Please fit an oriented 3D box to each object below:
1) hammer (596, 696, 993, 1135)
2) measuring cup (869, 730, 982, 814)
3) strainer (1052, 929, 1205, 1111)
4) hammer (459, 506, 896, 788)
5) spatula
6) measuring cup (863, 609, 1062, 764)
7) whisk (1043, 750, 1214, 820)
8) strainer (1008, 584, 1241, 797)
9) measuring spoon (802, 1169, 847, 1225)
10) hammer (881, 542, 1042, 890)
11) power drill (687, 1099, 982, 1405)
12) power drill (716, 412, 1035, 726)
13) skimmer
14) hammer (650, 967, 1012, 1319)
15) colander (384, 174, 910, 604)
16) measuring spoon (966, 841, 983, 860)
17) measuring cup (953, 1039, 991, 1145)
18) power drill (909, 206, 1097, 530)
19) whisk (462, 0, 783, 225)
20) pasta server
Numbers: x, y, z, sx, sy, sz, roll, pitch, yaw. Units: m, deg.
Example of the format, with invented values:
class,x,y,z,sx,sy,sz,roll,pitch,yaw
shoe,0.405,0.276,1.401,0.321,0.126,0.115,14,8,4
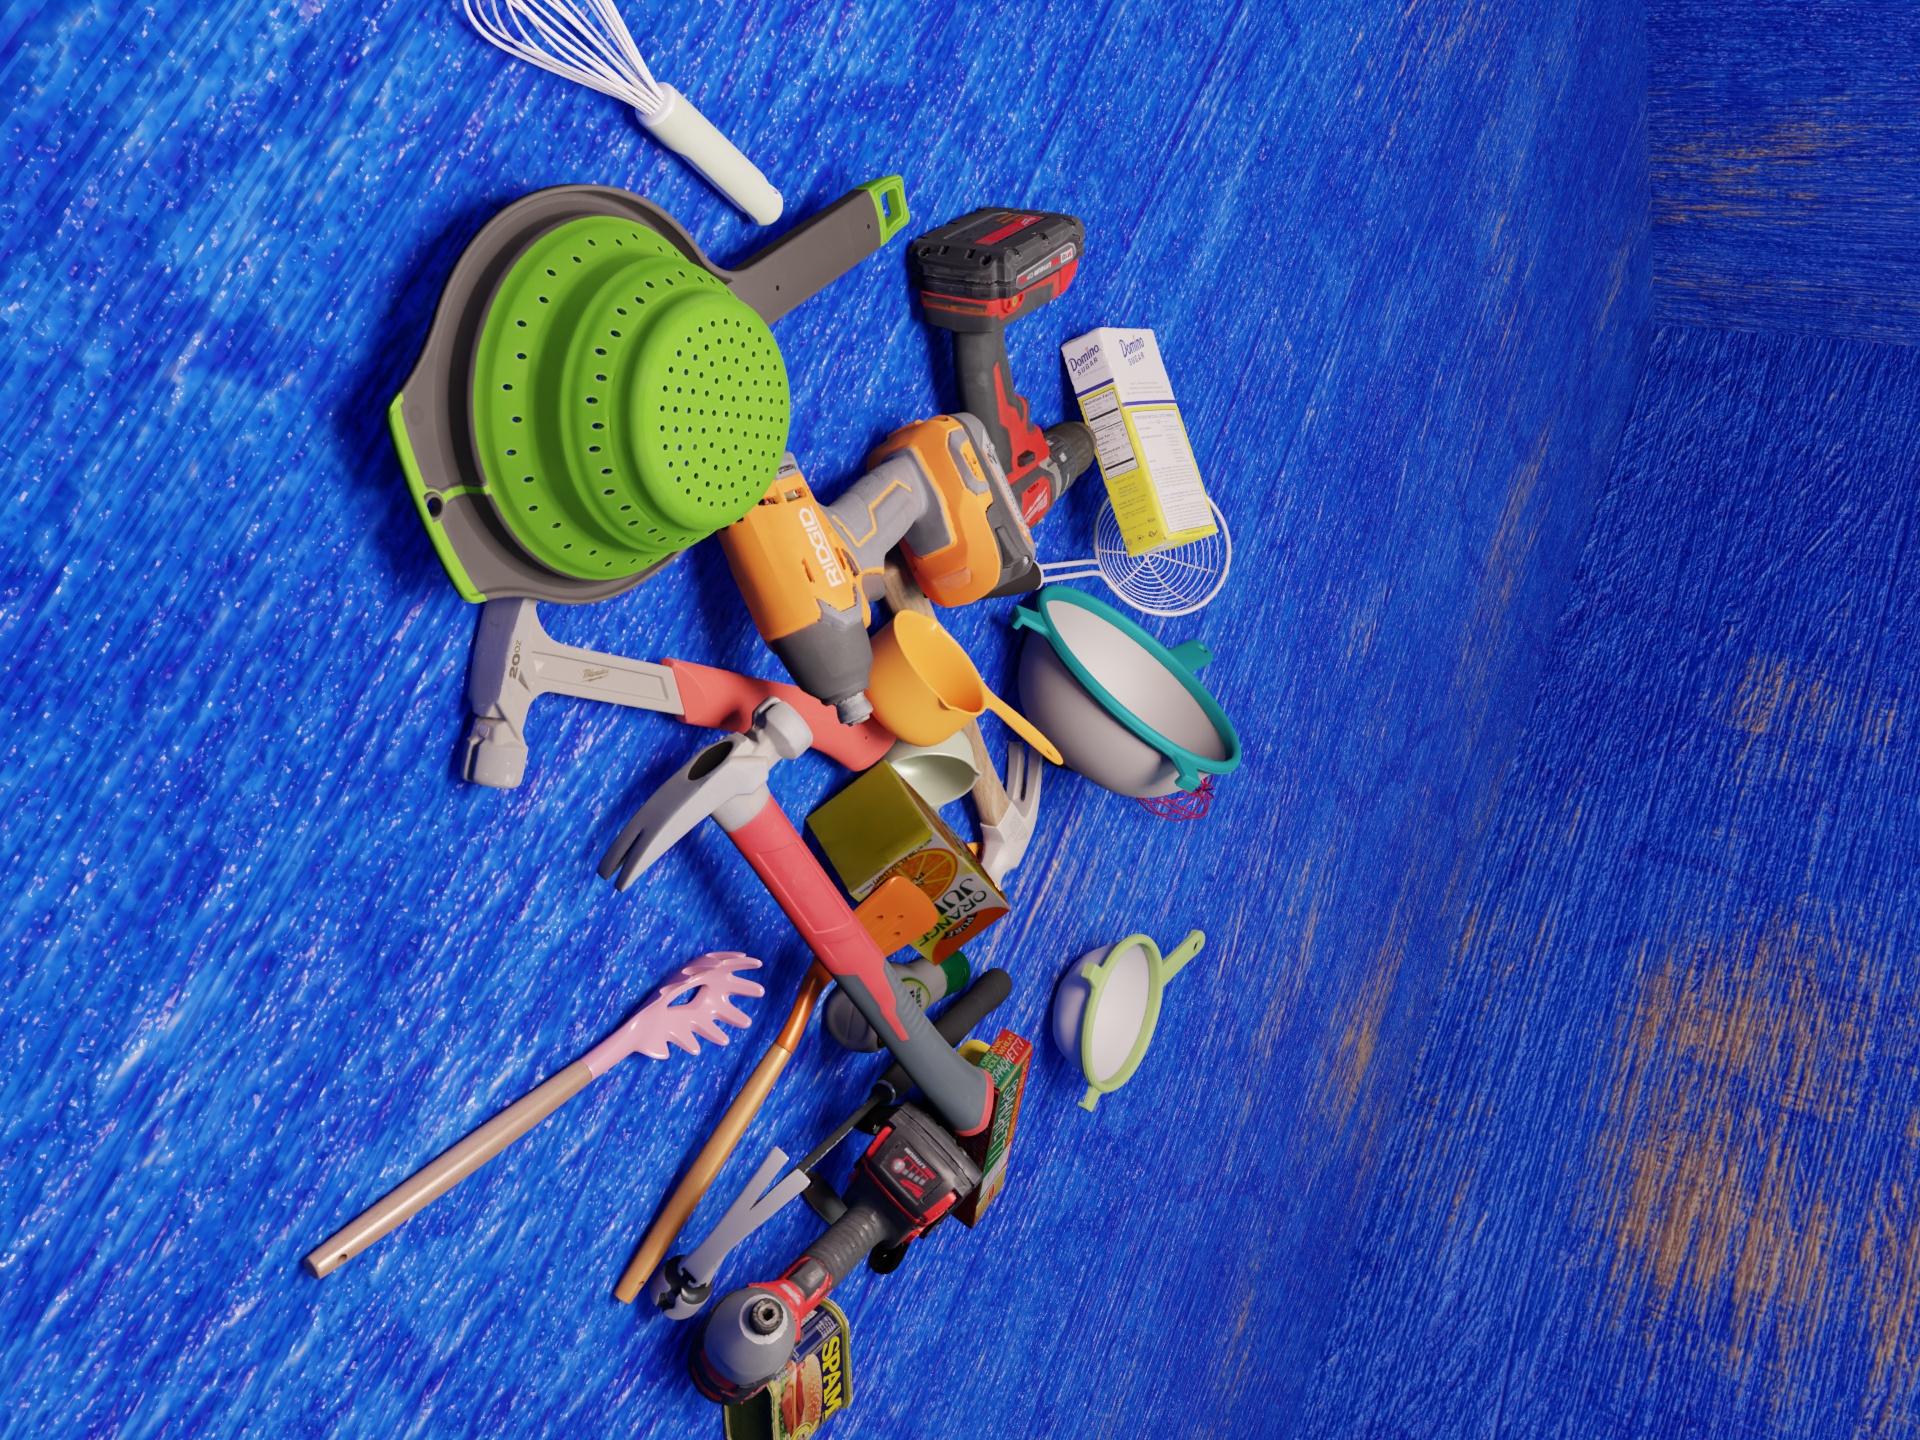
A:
class,x,y,z,sx,sy,sz,roll,pitch,yaw
hammer,-0.079,0.164,1.015,0.143,0.038,0.385,-44,130,-18
measuring cup,-0.027,0.051,1.169,0.167,0.083,0.038,87,-5,-60
strainer,0.157,0.253,1.538,0.256,0.069,0.151,-28,123,-53
hammer,-0.145,-0.022,0.950,0.358,0.037,0.149,12,91,-60
spatula,-0.125,0.241,1.051,0.323,0.041,0.080,-57,147,-15
measuring cup,-0.002,-0.003,1.091,0.173,0.052,0.095,38,26,-32
whisk,0.157,0.046,1.470,0.295,0.073,0.073,17,88,-53
strainer,0.142,-0.016,1.347,0.095,0.211,0.340,-49,169,21
measuring spoon,-0.099,0.376,1.219,0.034,0.018,0.124,-50,135,-25
hammer,-0.002,-0.004,1.196,0.130,0.031,0.331,-60,145,-33
power drill,-0.091,0.371,1.101,0.220,0.078,0.143,-38,165,-36
power drill,-0.048,-0.099,0.988,0.226,0.084,0.164,-30,98,-51
skimmer,0.107,-0.131,1.256,0.363,0.090,0.127,-17,84,-59
hammer,-0.063,0.275,1.159,0.149,0.036,0.409,-52,169,31
colander,-0.108,-0.198,0.820,0.397,0.094,0.204,-48,138,-40
measuring spoon,-0.007,0.114,1.261,0.117,0.011,0.021,-12,113,-57
measuring cup,-0.010,0.315,1.255,0.062,0.029,0.156,-31,147,-57
power drill,0.042,-0.244,1.135,0.188,0.080,0.226,-41,138,-45
whisk,-0.159,-0.315,0.802,0.059,0.058,0.246,-43,154,11
pasta server,-0.229,0.217,0.905,0.316,0.040,0.060,-33,131,-48
